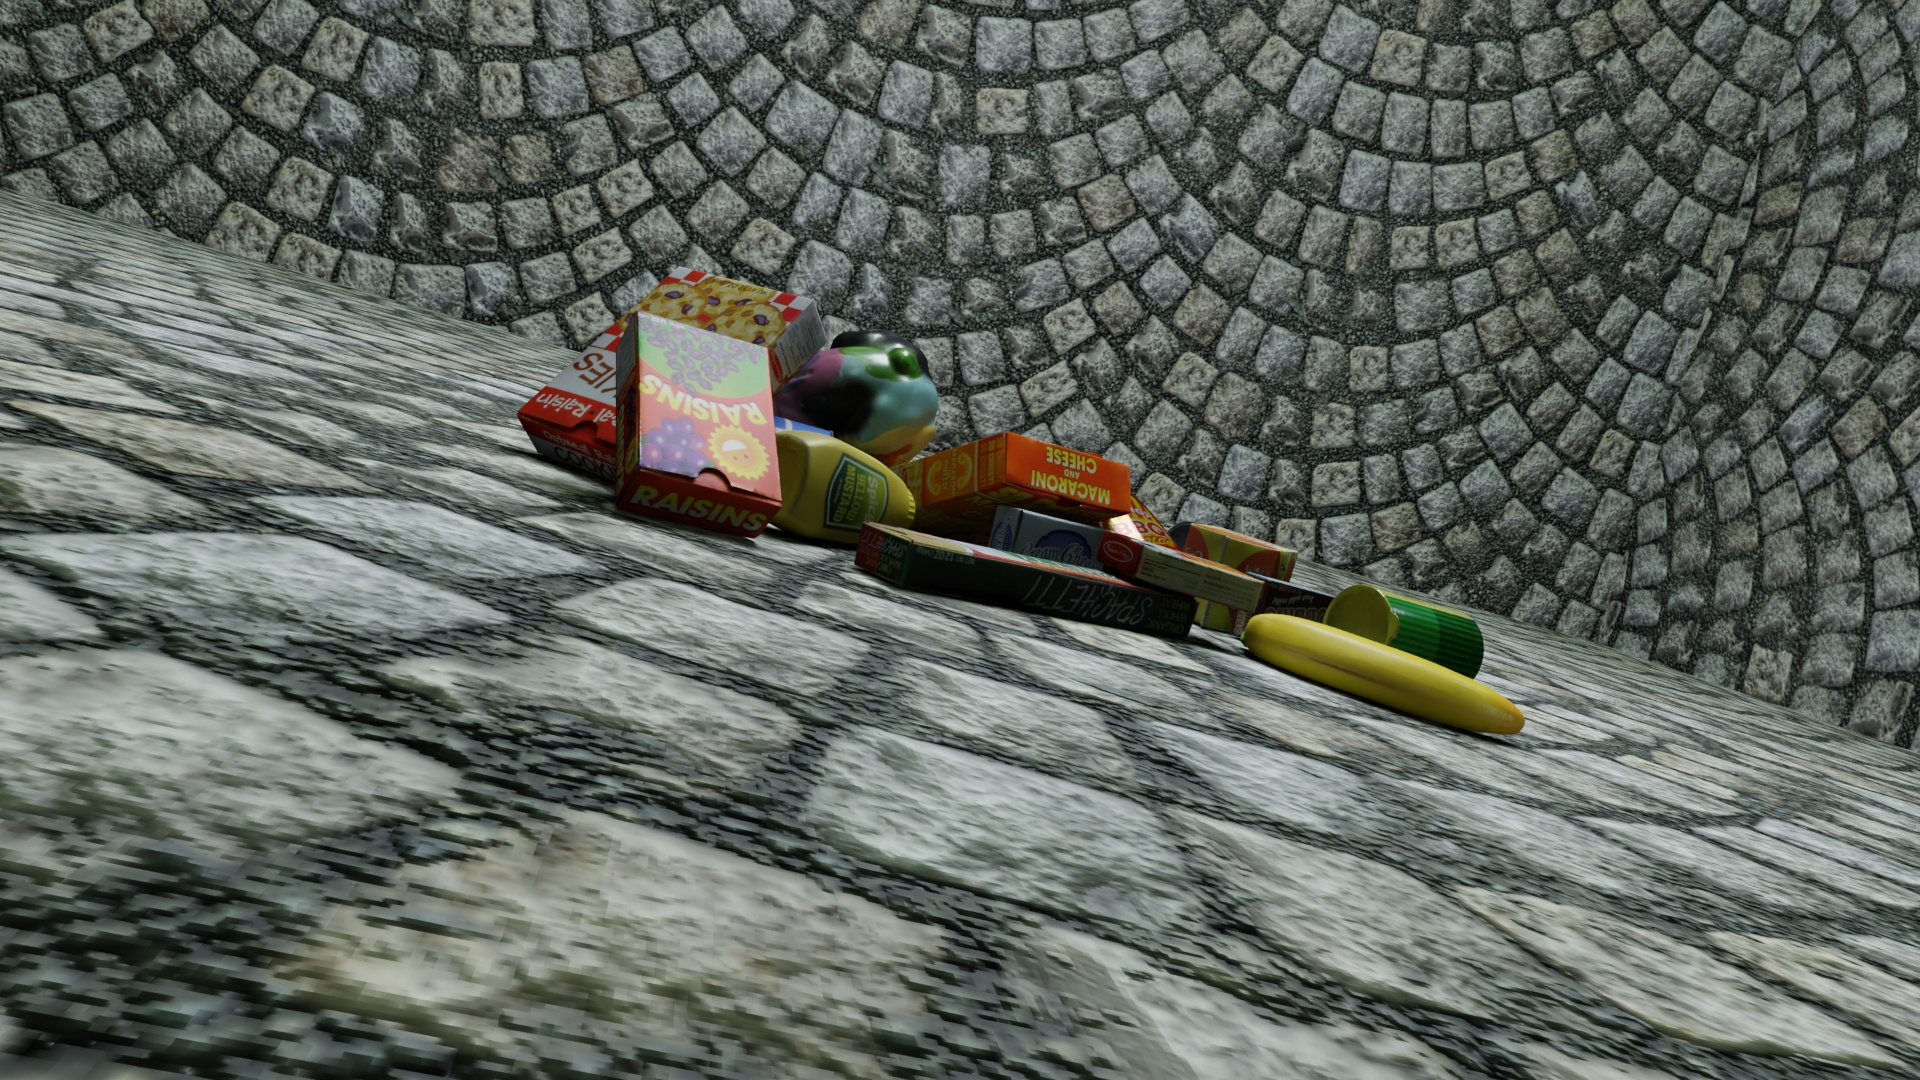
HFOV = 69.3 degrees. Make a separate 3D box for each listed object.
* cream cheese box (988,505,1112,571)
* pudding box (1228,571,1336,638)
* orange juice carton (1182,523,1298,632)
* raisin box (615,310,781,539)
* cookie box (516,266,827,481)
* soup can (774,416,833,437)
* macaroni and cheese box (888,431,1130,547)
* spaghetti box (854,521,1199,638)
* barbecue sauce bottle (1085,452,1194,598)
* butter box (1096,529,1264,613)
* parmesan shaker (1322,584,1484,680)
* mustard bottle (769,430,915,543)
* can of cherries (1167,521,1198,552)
[{"bbox_3d":[0.060,0.010,0.949,0.024,0.053,0.104,16,3,43],"label":"cream cheese box"},{"bbox_3d":[0.245,0.057,1.044,0.084,0.049,0.030,14,3,-32],"label":"pudding box"},{"bbox_3d":[0.218,0.031,1.114,0.073,0.071,0.193,18,5,18],"label":"orange juice carton"},{"bbox_3d":[-0.151,-0.067,0.798,0.086,0.040,0.124,14,47,-30],"label":"raisin box"},{"bbox_3d":[-0.187,-0.108,0.909,0.123,0.168,0.040,19,-37,29],"label":"cookie box"},{"bbox_3d":[-0.136,-0.053,0.944,0.084,0.071,0.071,15,5,-12],"label":"soup can"},{"bbox_3d":[0.021,-0.031,1.003,0.124,0.040,0.166,12,-17,-40],"label":"macaroni and cheese box"},{"bbox_3d":[0.049,0.027,0.864,0.250,0.028,0.050,12,6,-39],"label":"spaghetti box"},{"bbox_3d":[0.118,-0.007,1.027,0.065,0.043,0.149,2,38,-25],"label":"barbecue sauce bottle"},{"bbox_3d":[0.147,0.021,0.930,0.103,0.024,0.053,16,6,-26],"label":"butter box"},{"bbox_3d":[0.328,0.074,1.021,0.103,0.071,0.071,14,5,-30],"label":"parmesan shaker"},{"bbox_3d":[-0.071,-0.028,0.902,0.049,0.065,0.160,14,-1,32],"label":"mustard bottle"},{"bbox_3d":[0.227,0.019,1.309,0.058,0.071,0.071,13,6,-40],"label":"can of cherries"}]
